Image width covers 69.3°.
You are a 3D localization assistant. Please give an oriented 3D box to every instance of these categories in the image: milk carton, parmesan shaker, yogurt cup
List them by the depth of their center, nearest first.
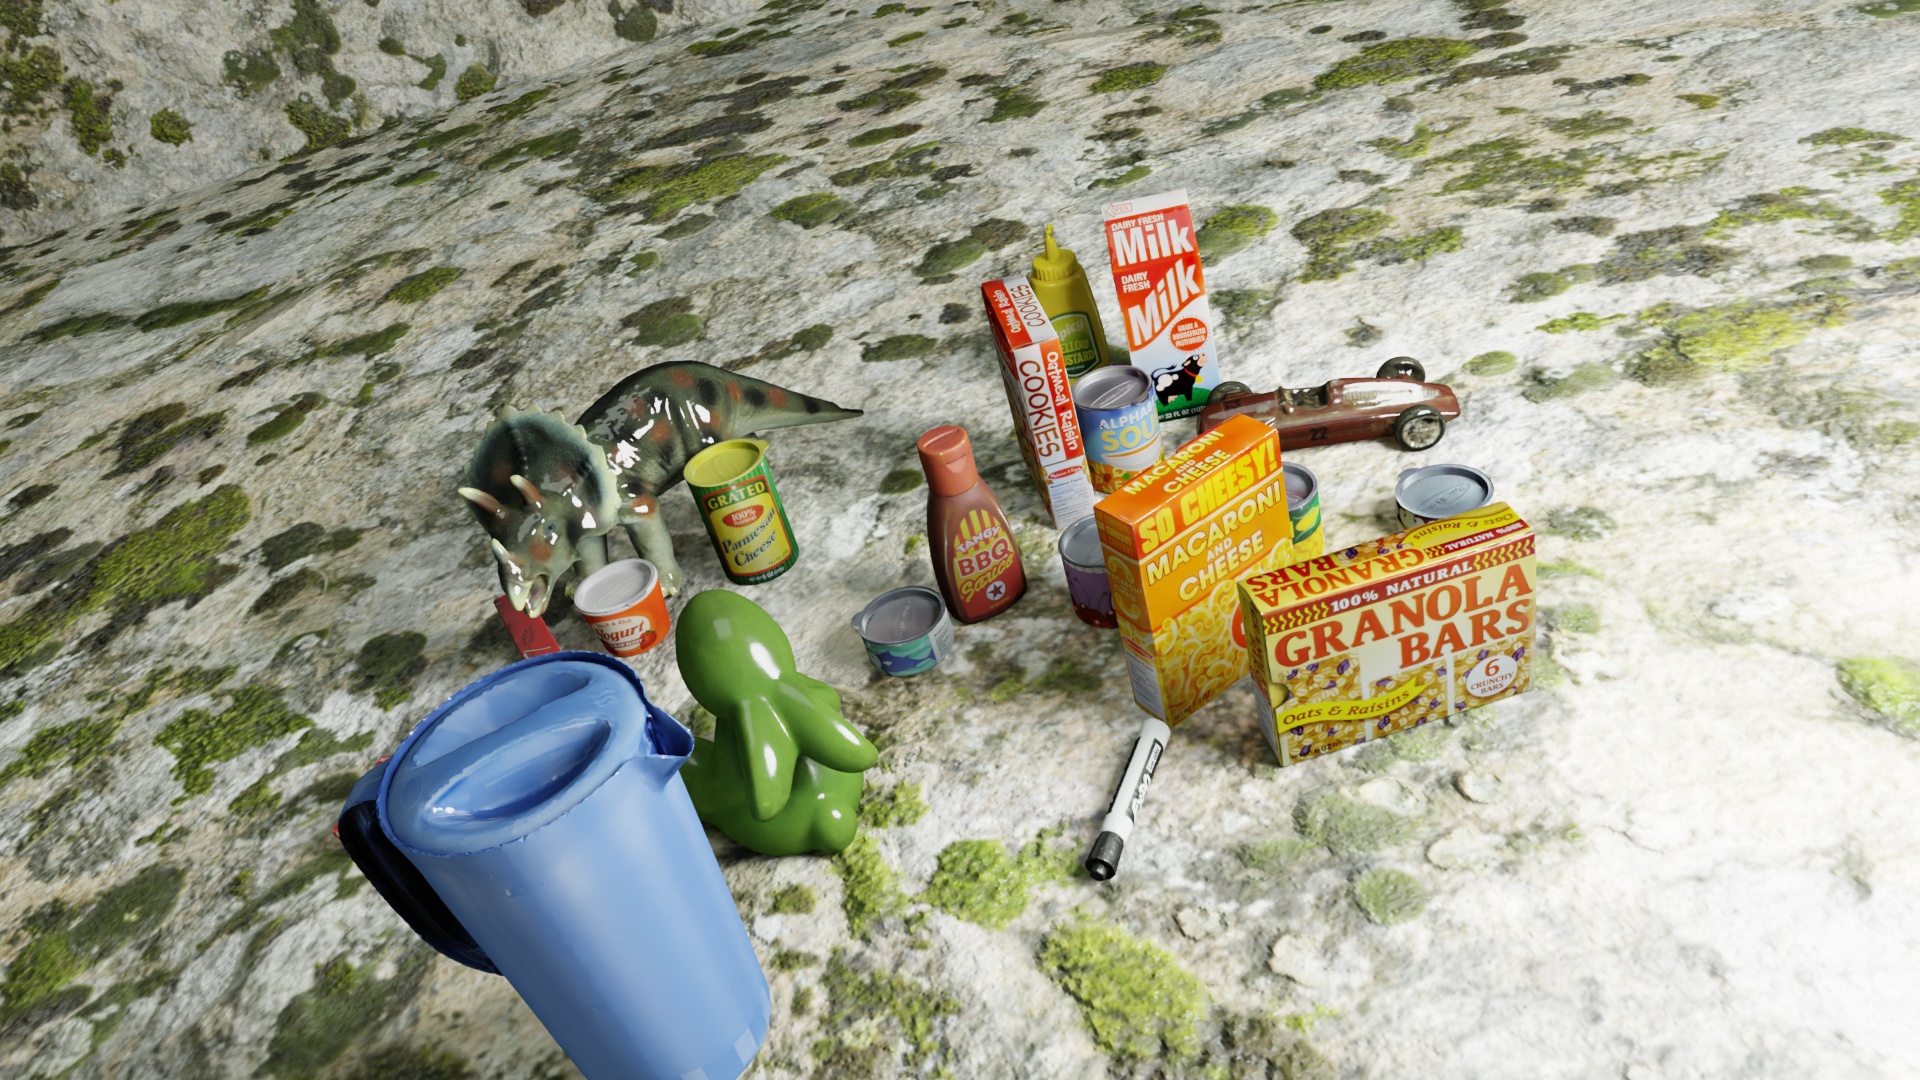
[{"bbox_3d":[-0.265,0.055,1.101,0.072,0.053,0.073,-11,35,8],"label":"yogurt cup"},{"bbox_3d":[-0.174,-0.023,1.131,0.071,0.102,0.072,-11,35,8],"label":"parmesan shaker"},{"bbox_3d":[0.169,-0.199,1.163,0.072,0.189,0.074,-11,35,8],"label":"milk carton"}]

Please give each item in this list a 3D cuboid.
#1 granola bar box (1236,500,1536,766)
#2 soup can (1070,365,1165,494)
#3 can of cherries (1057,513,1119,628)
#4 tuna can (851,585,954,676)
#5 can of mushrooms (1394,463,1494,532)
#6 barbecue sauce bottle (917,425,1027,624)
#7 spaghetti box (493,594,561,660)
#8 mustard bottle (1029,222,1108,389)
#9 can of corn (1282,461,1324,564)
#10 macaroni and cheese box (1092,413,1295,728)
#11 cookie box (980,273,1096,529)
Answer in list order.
[{"bbox_3d":[0.256,0.057,0.825,0.166,0.123,0.039,-17,34,-1],"label":"granola bar box"},{"bbox_3d":[0.129,-0.088,1.116,0.071,0.083,0.072,-11,35,8],"label":"soup can"},{"bbox_3d":[0.109,0.022,0.993,0.071,0.058,0.072,-11,35,8],"label":"can of cherries"},{"bbox_3d":[-0.042,0.066,1.014,0.071,0.032,0.071,-11,35,8],"label":"tuna can"},{"bbox_3d":[0.341,-0.024,0.985,0.071,0.033,0.071,-11,35,8],"label":"can of mushrooms"},{"bbox_3d":[0.004,-0.013,1.004,0.065,0.147,0.044,-28,36,-16],"label":"barbecue sauce bottle"},{"bbox_3d":[-0.299,0.112,1.038,0.029,0.050,0.251,-28,36,-17],"label":"spaghetti box"},{"bbox_3d":[0.090,-0.205,1.229,0.065,0.159,0.049,-14,34,4],"label":"mustard bottle"},{"bbox_3d":[0.224,-0.014,0.996,0.071,0.058,0.071,-11,35,8],"label":"can of corn"},{"bbox_3d":[0.154,0.020,0.882,0.124,0.165,0.040,-32,37,-22],"label":"macaroni and cheese box"},{"bbox_3d":[0.061,-0.111,1.103,0.040,0.166,0.123,-17,34,-1],"label":"cookie box"}]
